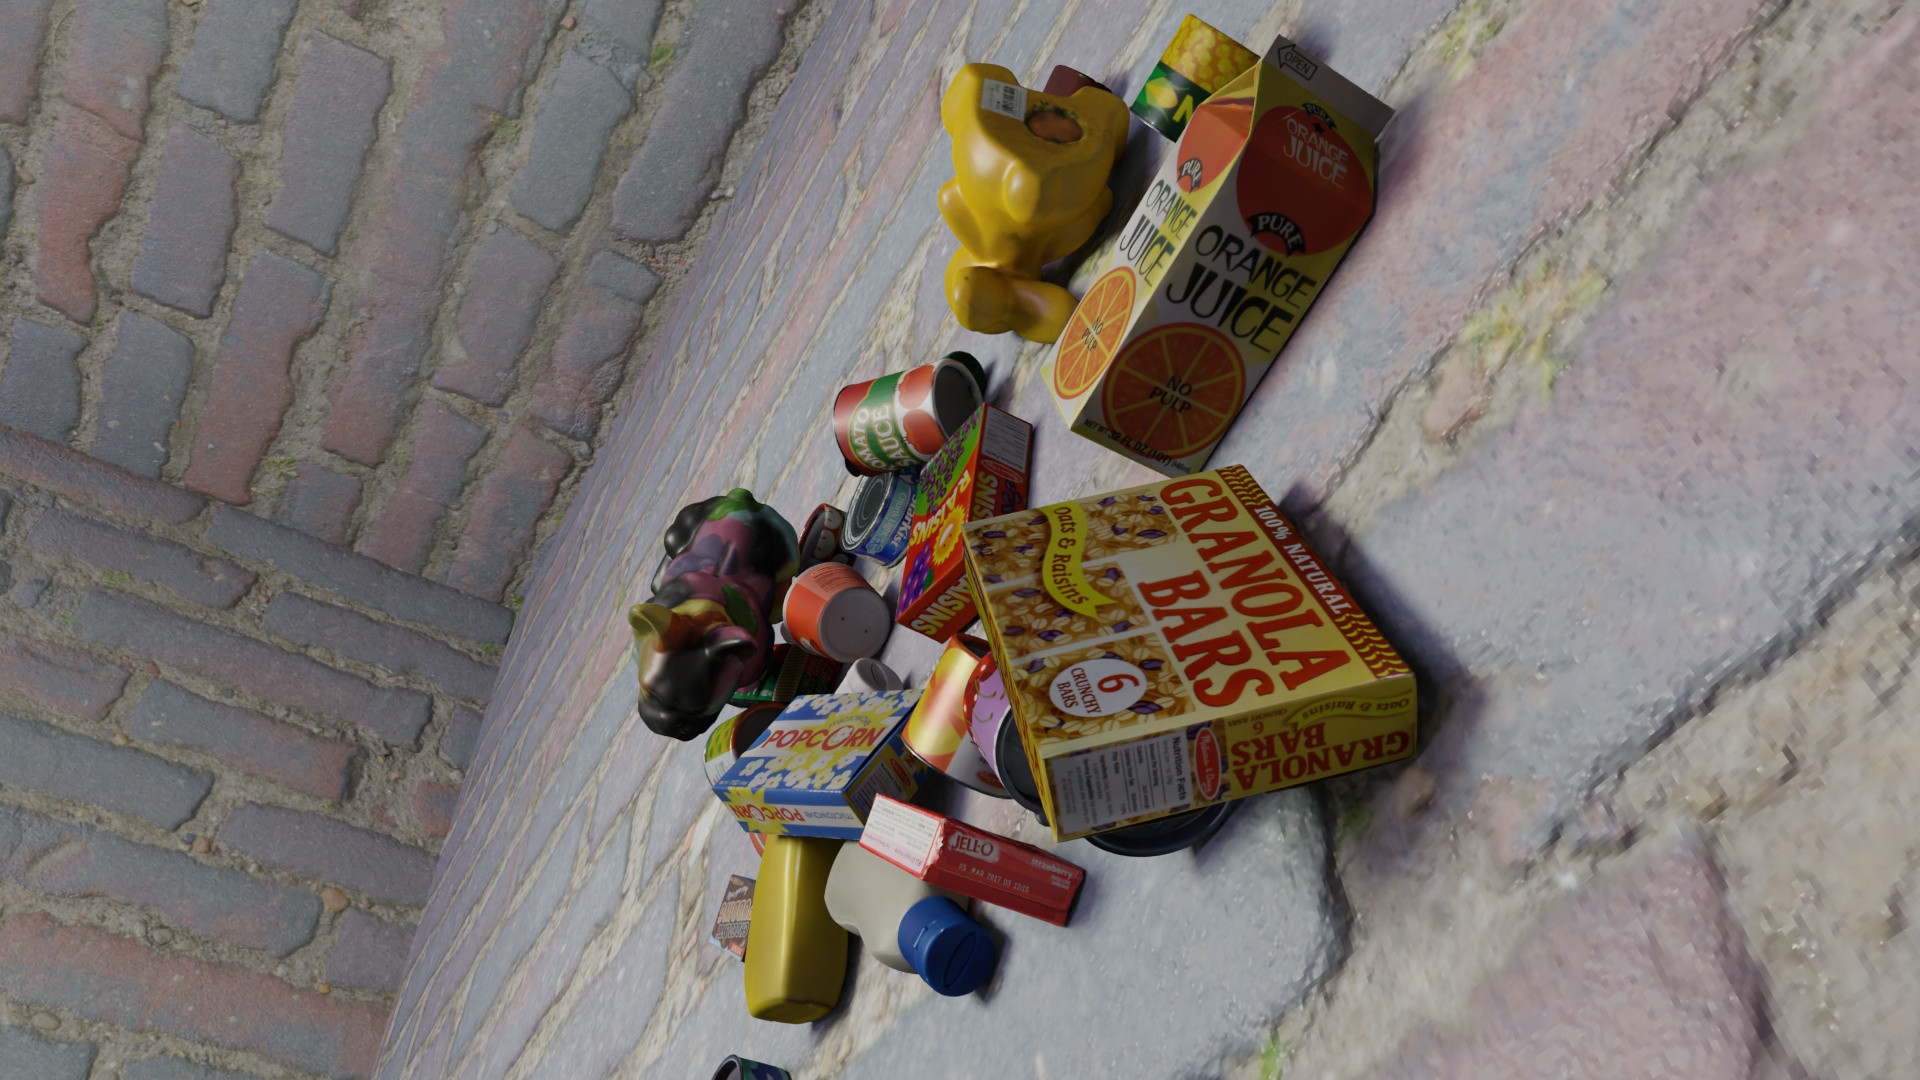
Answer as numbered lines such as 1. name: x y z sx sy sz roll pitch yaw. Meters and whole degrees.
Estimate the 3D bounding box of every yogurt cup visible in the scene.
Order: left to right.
1. yogurt cup: -0.083 0.053 0.967 0.054 0.072 0.072 21 87 62

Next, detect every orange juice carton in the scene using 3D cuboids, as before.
1. orange juice carton: 0.120 -0.130 0.646 0.192 0.072 0.073 -59 22 21

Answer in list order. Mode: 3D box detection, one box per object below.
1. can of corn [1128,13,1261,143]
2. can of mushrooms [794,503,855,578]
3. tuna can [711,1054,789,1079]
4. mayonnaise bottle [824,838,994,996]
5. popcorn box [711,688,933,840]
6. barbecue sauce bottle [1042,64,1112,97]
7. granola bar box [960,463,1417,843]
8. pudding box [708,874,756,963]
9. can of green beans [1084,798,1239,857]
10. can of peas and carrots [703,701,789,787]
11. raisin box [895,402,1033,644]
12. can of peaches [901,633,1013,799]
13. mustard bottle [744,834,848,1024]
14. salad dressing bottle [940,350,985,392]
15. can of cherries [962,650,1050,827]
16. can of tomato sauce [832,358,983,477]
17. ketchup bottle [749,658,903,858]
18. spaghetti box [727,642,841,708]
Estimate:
1. can of corn: 0.134 -0.237 0.739 0.058 0.071 0.071 -58 22 22
2. can of mushrooms: -0.108 0.003 1.124 0.070 0.033 0.071 -52 25 36
3. tuna can: -0.126 0.336 0.802 0.070 0.033 0.071 -51 25 36
4. mayonnaise bottle: -0.026 0.187 0.708 0.065 0.041 0.148 -61 21 -6
5. popcorn box: -0.072 0.127 0.795 0.126 0.038 0.085 -10 30 46
6. barbecue sauce bottle: 0.054 -0.265 1.000 0.148 0.043 0.065 -62 20 14
7. granola bar box: 0.075 0.033 0.515 0.166 0.124 0.039 -109 7 -61
8. pudding box: -0.137 0.254 0.925 0.083 0.030 0.050 -14 56 65
9. can of green beans: 0.070 0.080 0.547 0.071 0.071 0.058 -57 22 25
10. can of peas and carrots: -0.144 0.152 1.004 0.058 0.071 0.071 -33 38 55
11. raisin box: 0.003 -0.011 0.855 0.085 0.040 0.124 -44 29 45
12. can of peaches: 0.011 0.085 0.686 0.058 0.071 0.071 -63 20 7
13. mustard bottle: -0.093 0.202 0.830 0.065 0.049 0.161 -39 39 46
14. salad dressing bottle: -0.036 -0.098 1.032 0.064 0.044 0.147 -41 10 -36
15. can of cherries: 0.038 0.084 0.623 0.071 0.071 0.058 -64 20 6
16. can of tomato sauce: -0.035 -0.082 0.945 0.083 0.071 0.071 -11 52 32
17. ketchup bottle: -0.088 0.143 0.904 0.148 0.043 0.065 -57 35 23
18. spaghetti box: -0.154 0.111 1.127 0.249 0.028 0.050 -12 56 65
